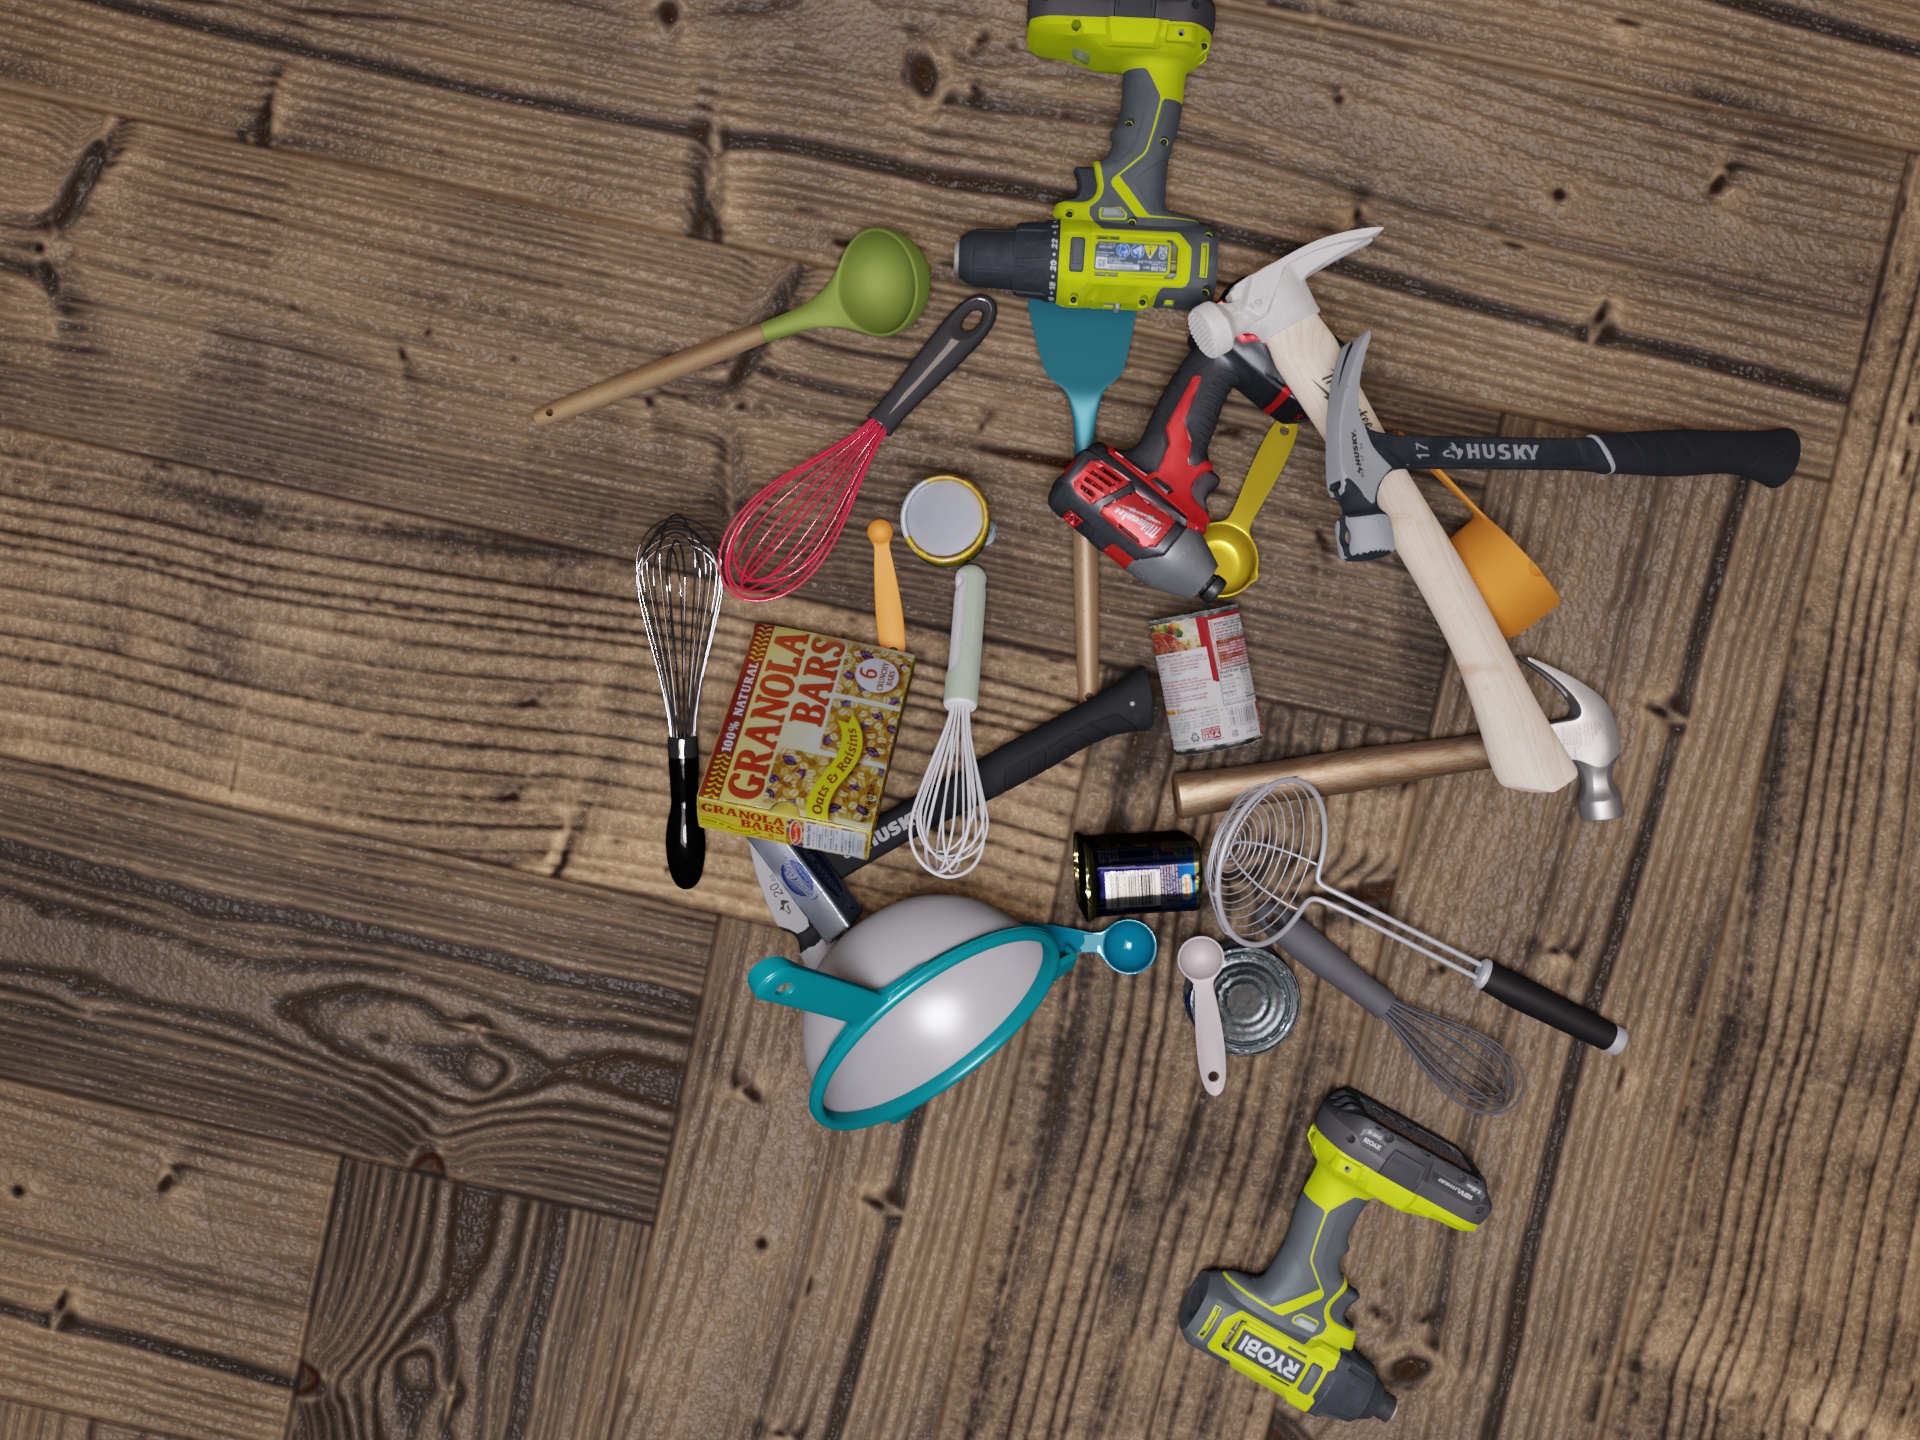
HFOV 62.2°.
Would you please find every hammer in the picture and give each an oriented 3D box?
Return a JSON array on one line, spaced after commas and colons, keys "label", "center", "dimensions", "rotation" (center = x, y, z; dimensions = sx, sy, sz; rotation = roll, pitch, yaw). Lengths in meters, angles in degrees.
[{"label": "hammer", "center": [-0.004, 0.050, 1.193], "dimensions": [0.335, 0.035, 0.146], "rotation": [-29, 92, 6]}, {"label": "hammer", "center": [0.426, -0.189, 1.104], "dimensions": [0.408, 0.036, 0.149], "rotation": [-4, 83, -22]}, {"label": "hammer", "center": [0.320, -0.139, 1.101], "dimensions": [0.146, 0.038, 0.410], "rotation": [-30, 90, -5]}, {"label": "hammer", "center": [0.324, 0.030, 1.194], "dimensions": [0.331, 0.031, 0.130], "rotation": [-8, 92, 2]}]

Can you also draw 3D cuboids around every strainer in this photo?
[{"label": "strainer", "center": [-0.065, 0.174, 1.093], "dimensions": [0.211, 0.340, 0.095], "rotation": [-43, 60, 7]}]

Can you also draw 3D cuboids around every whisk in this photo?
[{"label": "whisk", "center": [-0.209, -0.012, 1.195], "dimensions": [0.070, 0.070, 0.284], "rotation": [0, 97, 1]}, {"label": "whisk", "center": [0.320, 0.212, 1.195], "dimensions": [0.239, 0.055, 0.055], "rotation": [37, 93, 4]}, {"label": "whisk", "center": [-0.002, -0.004, 1.155], "dimensions": [0.059, 0.058, 0.246], "rotation": [14, 65, -21]}, {"label": "whisk", "center": [-0.073, -0.205, 1.184], "dimensions": [0.073, 0.073, 0.296], "rotation": [41, 86, -1]}]

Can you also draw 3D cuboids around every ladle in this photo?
[{"label": "ladle", "center": [-0.174, -0.281, 1.183], "dimensions": [0.320, 0.062, 0.078], "rotation": [-20, 92, 5]}]

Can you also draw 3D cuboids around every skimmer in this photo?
[{"label": "skimmer", "center": [0.341, 0.160, 1.159], "dimensions": [0.363, 0.090, 0.127], "rotation": [27, 82, -4]}]

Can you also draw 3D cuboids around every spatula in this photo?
[{"label": "spatula", "center": [0.095, -0.164, 1.198], "dimensions": [0.082, 0.044, 0.317], "rotation": [-1, 97, 0]}]

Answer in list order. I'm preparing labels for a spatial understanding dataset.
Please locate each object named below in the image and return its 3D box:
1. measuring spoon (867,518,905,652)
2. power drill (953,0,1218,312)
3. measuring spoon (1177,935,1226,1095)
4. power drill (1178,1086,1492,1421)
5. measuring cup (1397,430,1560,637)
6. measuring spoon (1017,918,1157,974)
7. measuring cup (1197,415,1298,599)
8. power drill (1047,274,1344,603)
[{"label": "measuring spoon", "center": [-0.056, -0.095, 1.208], "dimensions": [0.021, 0.011, 0.117], "rotation": [-6, 92, 2]}, {"label": "power drill", "center": [0.095, -0.415, 1.161], "dimensions": [0.190, 0.080, 0.228], "rotation": [4, 95, 1]}, {"label": "measuring spoon", "center": [0.182, 0.218, 1.181], "dimensions": [0.034, 0.018, 0.124], "rotation": [-7, 99, 2]}, {"label": "power drill", "center": [0.291, 0.406, 1.190], "dimensions": [0.171, 0.080, 0.223], "rotation": [29, 97, 1]}, {"label": "measuring cup", "center": [0.357, -0.131, 1.152], "dimensions": [0.052, 0.095, 0.173], "rotation": [-43, 99, 12]}, {"label": "measuring spoon", "center": [0.086, 0.166, 1.216], "dimensions": [0.128, 0.021, 0.042], "rotation": [5, 93, 10]}, {"label": "measuring cup", "center": [0.215, -0.161, 1.197], "dimensions": [0.062, 0.029, 0.156], "rotation": [27, 81, 2]}, {"label": "power drill", "center": [0.180, -0.196, 1.148], "dimensions": [0.143, 0.078, 0.220], "rotation": [39, 83, 0]}]
